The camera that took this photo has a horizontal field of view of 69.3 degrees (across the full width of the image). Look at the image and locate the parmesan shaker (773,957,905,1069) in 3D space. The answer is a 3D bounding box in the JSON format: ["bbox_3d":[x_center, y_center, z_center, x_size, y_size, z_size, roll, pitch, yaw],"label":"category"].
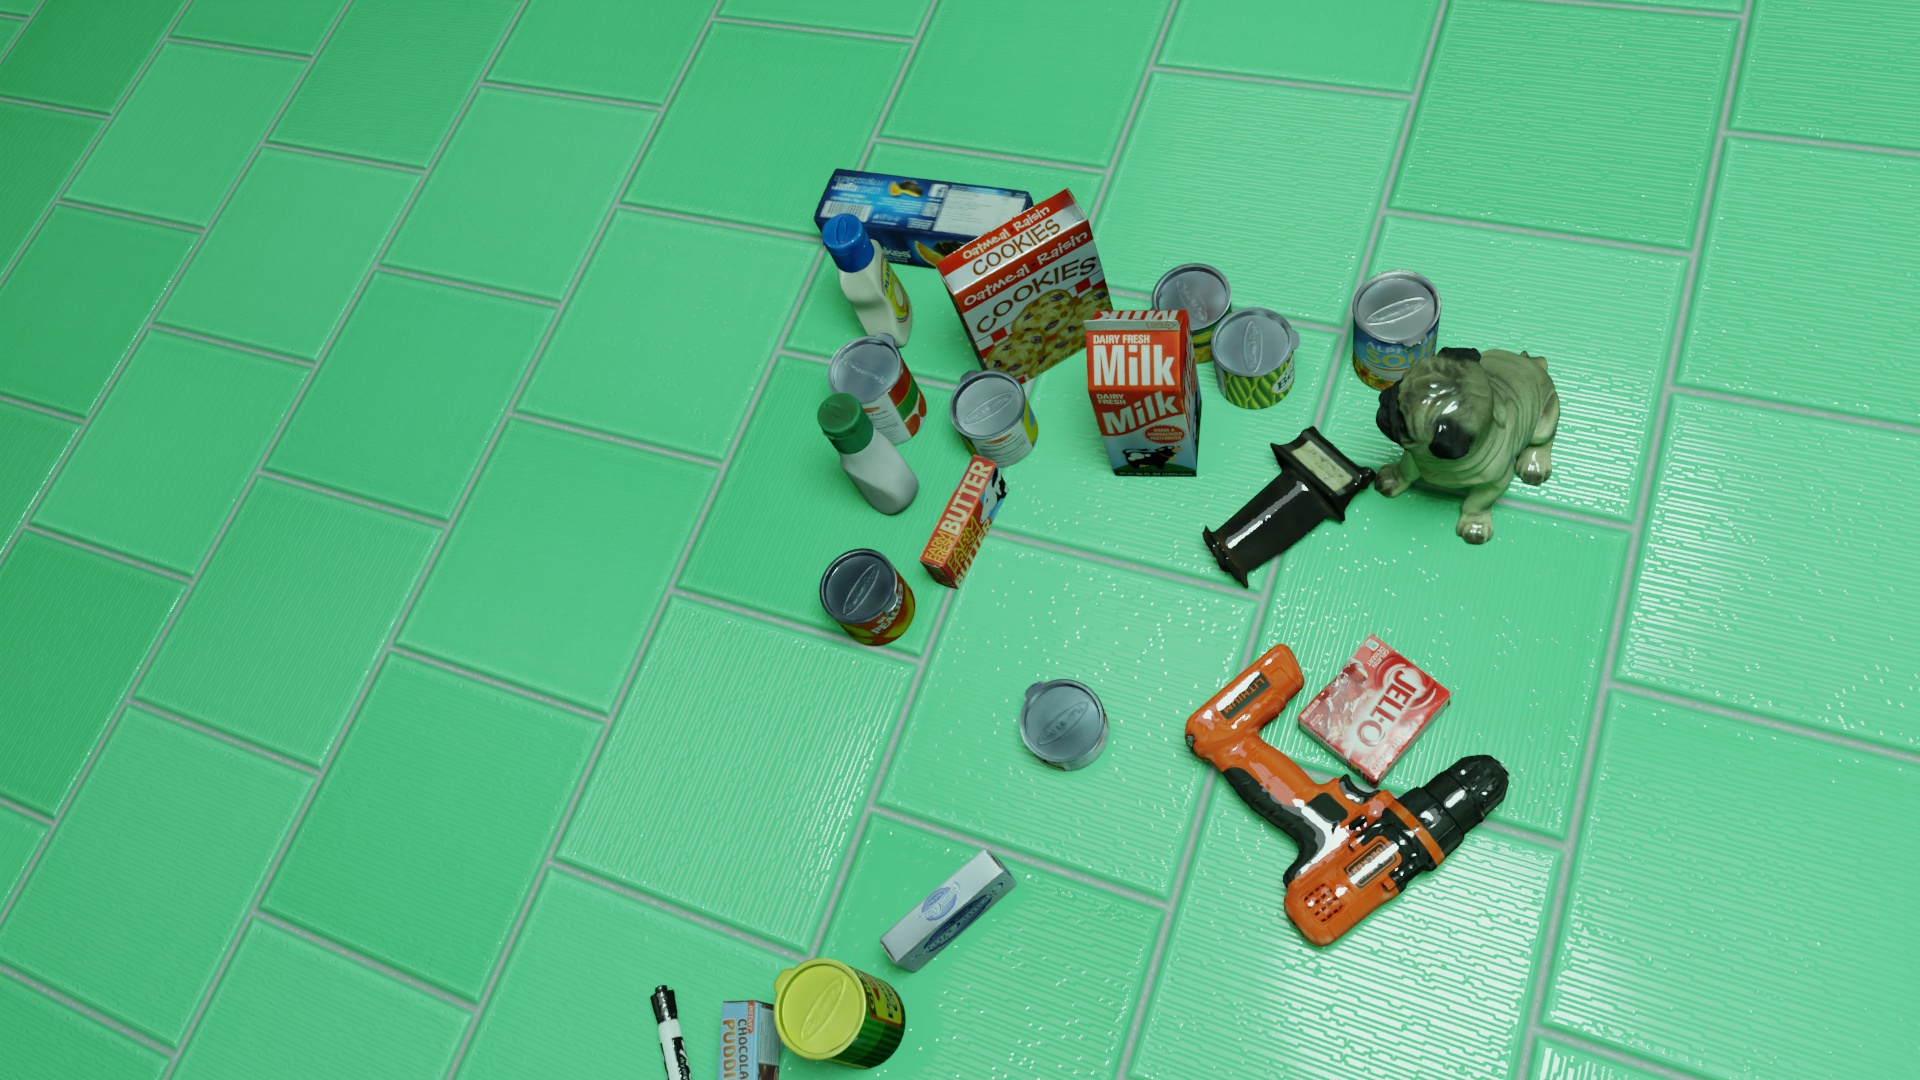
[{"bbox_3d":[-0.086,0.337,0.992,0.071,0.102,0.071,-6,65,13],"label":"parmesan shaker"}]

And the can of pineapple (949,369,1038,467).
[{"bbox_3d":[0.029,-0.105,1.188,0.071,0.057,0.071,-6,65,13],"label":"can of pineapple"}]

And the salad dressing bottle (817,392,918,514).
[{"bbox_3d":[-0.077,-0.071,1.151,0.064,0.147,0.044,30,77,25],"label":"salad dressing bottle"}]

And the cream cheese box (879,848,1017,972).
[{"bbox_3d":[-0.008,0.274,1.027,0.104,0.053,0.024,-40,63,-5],"label":"cream cheese box"}]

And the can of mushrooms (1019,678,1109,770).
[{"bbox_3d":[0.080,0.141,1.075,0.071,0.033,0.071,-6,65,13],"label":"can of mushrooms"}]

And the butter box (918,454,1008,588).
[{"bbox_3d":[0.004,-0.014,1.156,0.024,0.053,0.104,21,73,23],"label":"butter box"}]

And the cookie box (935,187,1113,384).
[{"bbox_3d":[0.059,-0.204,1.163,0.123,0.167,0.040,-30,62,1],"label":"cookie box"}]

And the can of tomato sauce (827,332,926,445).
[{"bbox_3d":[-0.070,-0.131,1.213,0.071,0.083,0.071,-6,65,13],"label":"can of tomato sauce"}]

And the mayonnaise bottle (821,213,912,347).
[{"bbox_3d":[-0.081,-0.230,1.224,0.041,0.147,0.065,-5,65,13],"label":"mayonnaise bottle"}]

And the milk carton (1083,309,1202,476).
[{"bbox_3d":[0.145,-0.122,1.089,0.072,0.190,0.074,1,67,16],"label":"milk carton"}]

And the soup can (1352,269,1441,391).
[{"bbox_3d":[0.349,-0.164,1.113,0.071,0.083,0.071,-6,65,13],"label":"soup can"}]

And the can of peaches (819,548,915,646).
[{"bbox_3d":[-0.074,0.049,1.145,0.071,0.058,0.071,-6,65,13],"label":"can of peaches"}]

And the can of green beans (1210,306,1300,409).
[{"bbox_3d":[0.243,-0.150,1.150,0.071,0.057,0.071,-6,65,13],"label":"can of green beans"}]

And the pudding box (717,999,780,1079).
[{"bbox_3d":[-0.155,0.383,1.019,0.030,0.049,0.084,-7,65,12],"label":"pudding box"}]

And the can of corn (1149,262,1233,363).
[{"bbox_3d":[0.197,-0.191,1.181,0.071,0.058,0.071,-6,65,13],"label":"can of corn"}]
